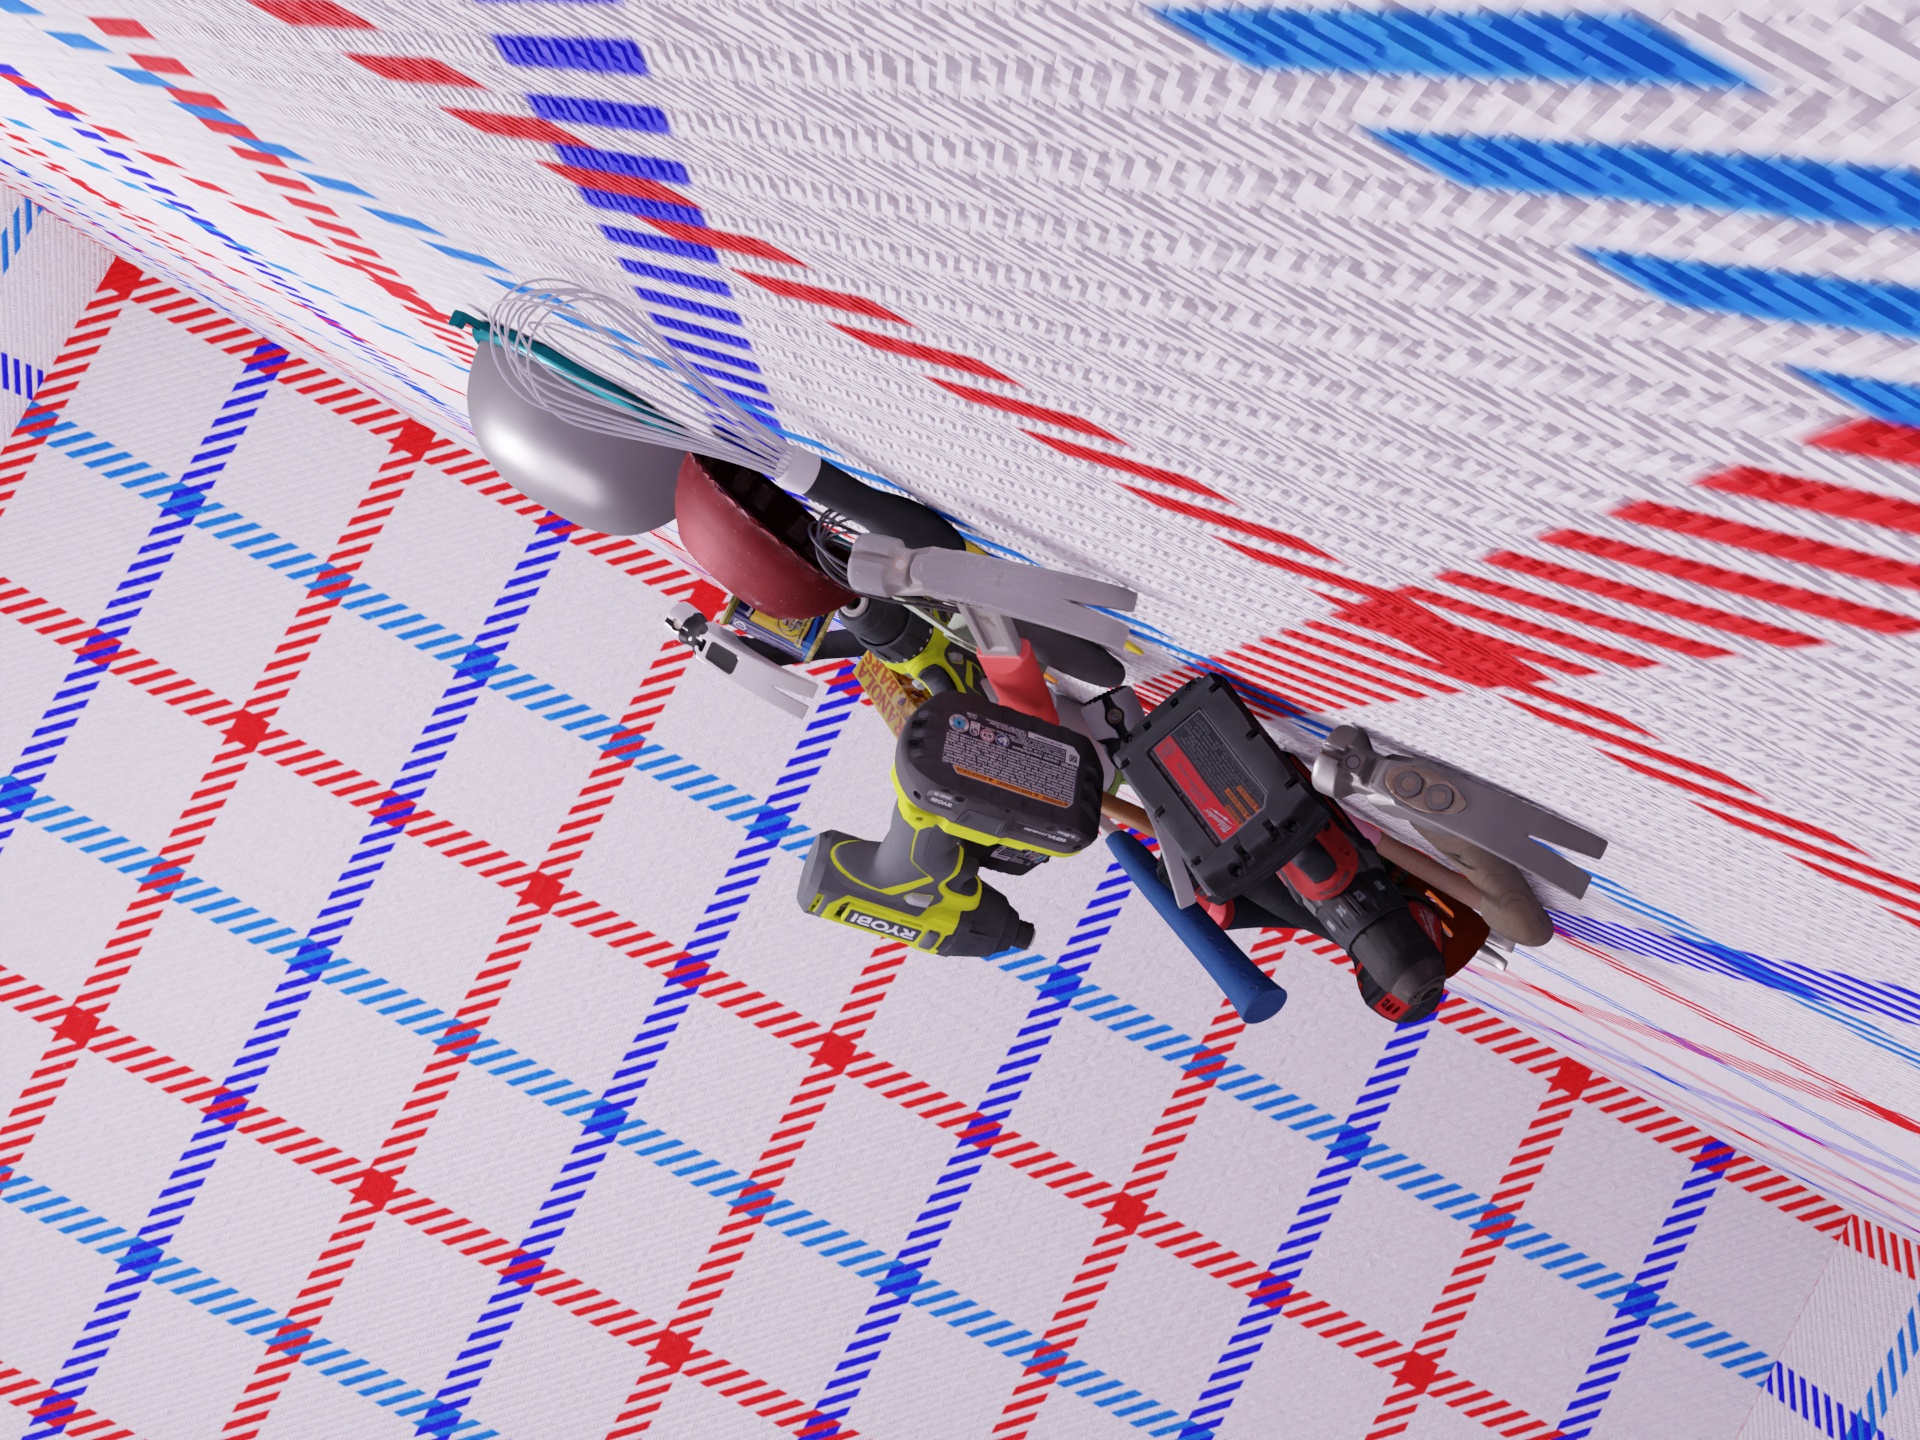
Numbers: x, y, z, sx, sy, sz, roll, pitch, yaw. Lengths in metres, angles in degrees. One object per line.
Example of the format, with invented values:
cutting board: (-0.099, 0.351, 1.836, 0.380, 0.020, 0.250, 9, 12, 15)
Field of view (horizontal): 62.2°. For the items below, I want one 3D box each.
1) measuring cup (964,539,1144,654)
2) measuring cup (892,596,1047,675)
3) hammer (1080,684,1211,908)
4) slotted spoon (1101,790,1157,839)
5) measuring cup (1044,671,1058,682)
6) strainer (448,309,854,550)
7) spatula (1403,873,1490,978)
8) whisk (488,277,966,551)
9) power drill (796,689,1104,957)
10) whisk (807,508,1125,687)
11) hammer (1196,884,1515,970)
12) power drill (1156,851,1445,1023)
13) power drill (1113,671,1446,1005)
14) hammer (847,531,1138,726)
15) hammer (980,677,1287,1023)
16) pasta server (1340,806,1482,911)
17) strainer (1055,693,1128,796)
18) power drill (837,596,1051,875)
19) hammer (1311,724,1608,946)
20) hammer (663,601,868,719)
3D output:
measuring cup: (0.035, -0.069, 0.945, 0.156, 0.029, 0.062, 30, 178, 8)
measuring cup: (0.002, -0.075, 1.079, 0.083, 0.038, 0.167, 26, 177, 46)
hammer: (0.128, 0.032, 1.184, 0.149, 0.036, 0.409, 64, -176, -4)
slotted spoon: (0.223, 0.117, 1.256, 0.313, 0.031, 0.070, 25, -142, -3)
measuring cup: (-0.002, -0.057, 1.360, 0.174, 0.052, 0.095, 30, 178, 12)
strainer: (-0.227, -0.166, 1.173, 0.340, 0.095, 0.211, 30, 177, 1)
spatula: (0.298, 0.105, 1.362, 0.323, 0.081, 0.041, 32, 139, 29)
whisk: (-0.113, -0.146, 0.834, 0.284, 0.070, 0.070, 25, 179, -28)
power drill: (0.001, 0.085, 1.065, 0.171, 0.080, 0.223, 19, 142, -11)
whisk: (0.009, -0.074, 1.019, 0.238, 0.055, 0.055, 25, 179, -23)
hammer: (0.336, 0.174, 1.370, 0.143, 0.038, 0.386, 26, -169, 41)
power drill: (0.264, 0.123, 1.191, 0.219, 0.078, 0.143, 33, -151, -1)
power drill: (0.202, 0.078, 0.955, 0.226, 0.080, 0.188, 30, -158, -55)
hammer: (0.039, -0.032, 0.969, 0.149, 0.037, 0.359, 14, 170, 11)
hammer: (0.115, 0.088, 1.273, 0.144, 0.035, 0.406, 6, -148, -41)
pasta server: (0.322, 0.104, 1.186, 0.316, 0.040, 0.060, 28, -150, -23)
strainer: (0.055, -0.016, 1.514, 0.151, 0.069, 0.257, -18, -128, -37)
power drill: (-0.002, -0.004, 1.200, 0.229, 0.080, 0.190, 61, -164, 22)
hammer: (0.330, 0.096, 0.963, 0.146, 0.038, 0.410, 26, 177, 31)
hammer: (-0.123, -0.067, 1.489, 0.146, 0.035, 0.334, 34, -160, 20)
